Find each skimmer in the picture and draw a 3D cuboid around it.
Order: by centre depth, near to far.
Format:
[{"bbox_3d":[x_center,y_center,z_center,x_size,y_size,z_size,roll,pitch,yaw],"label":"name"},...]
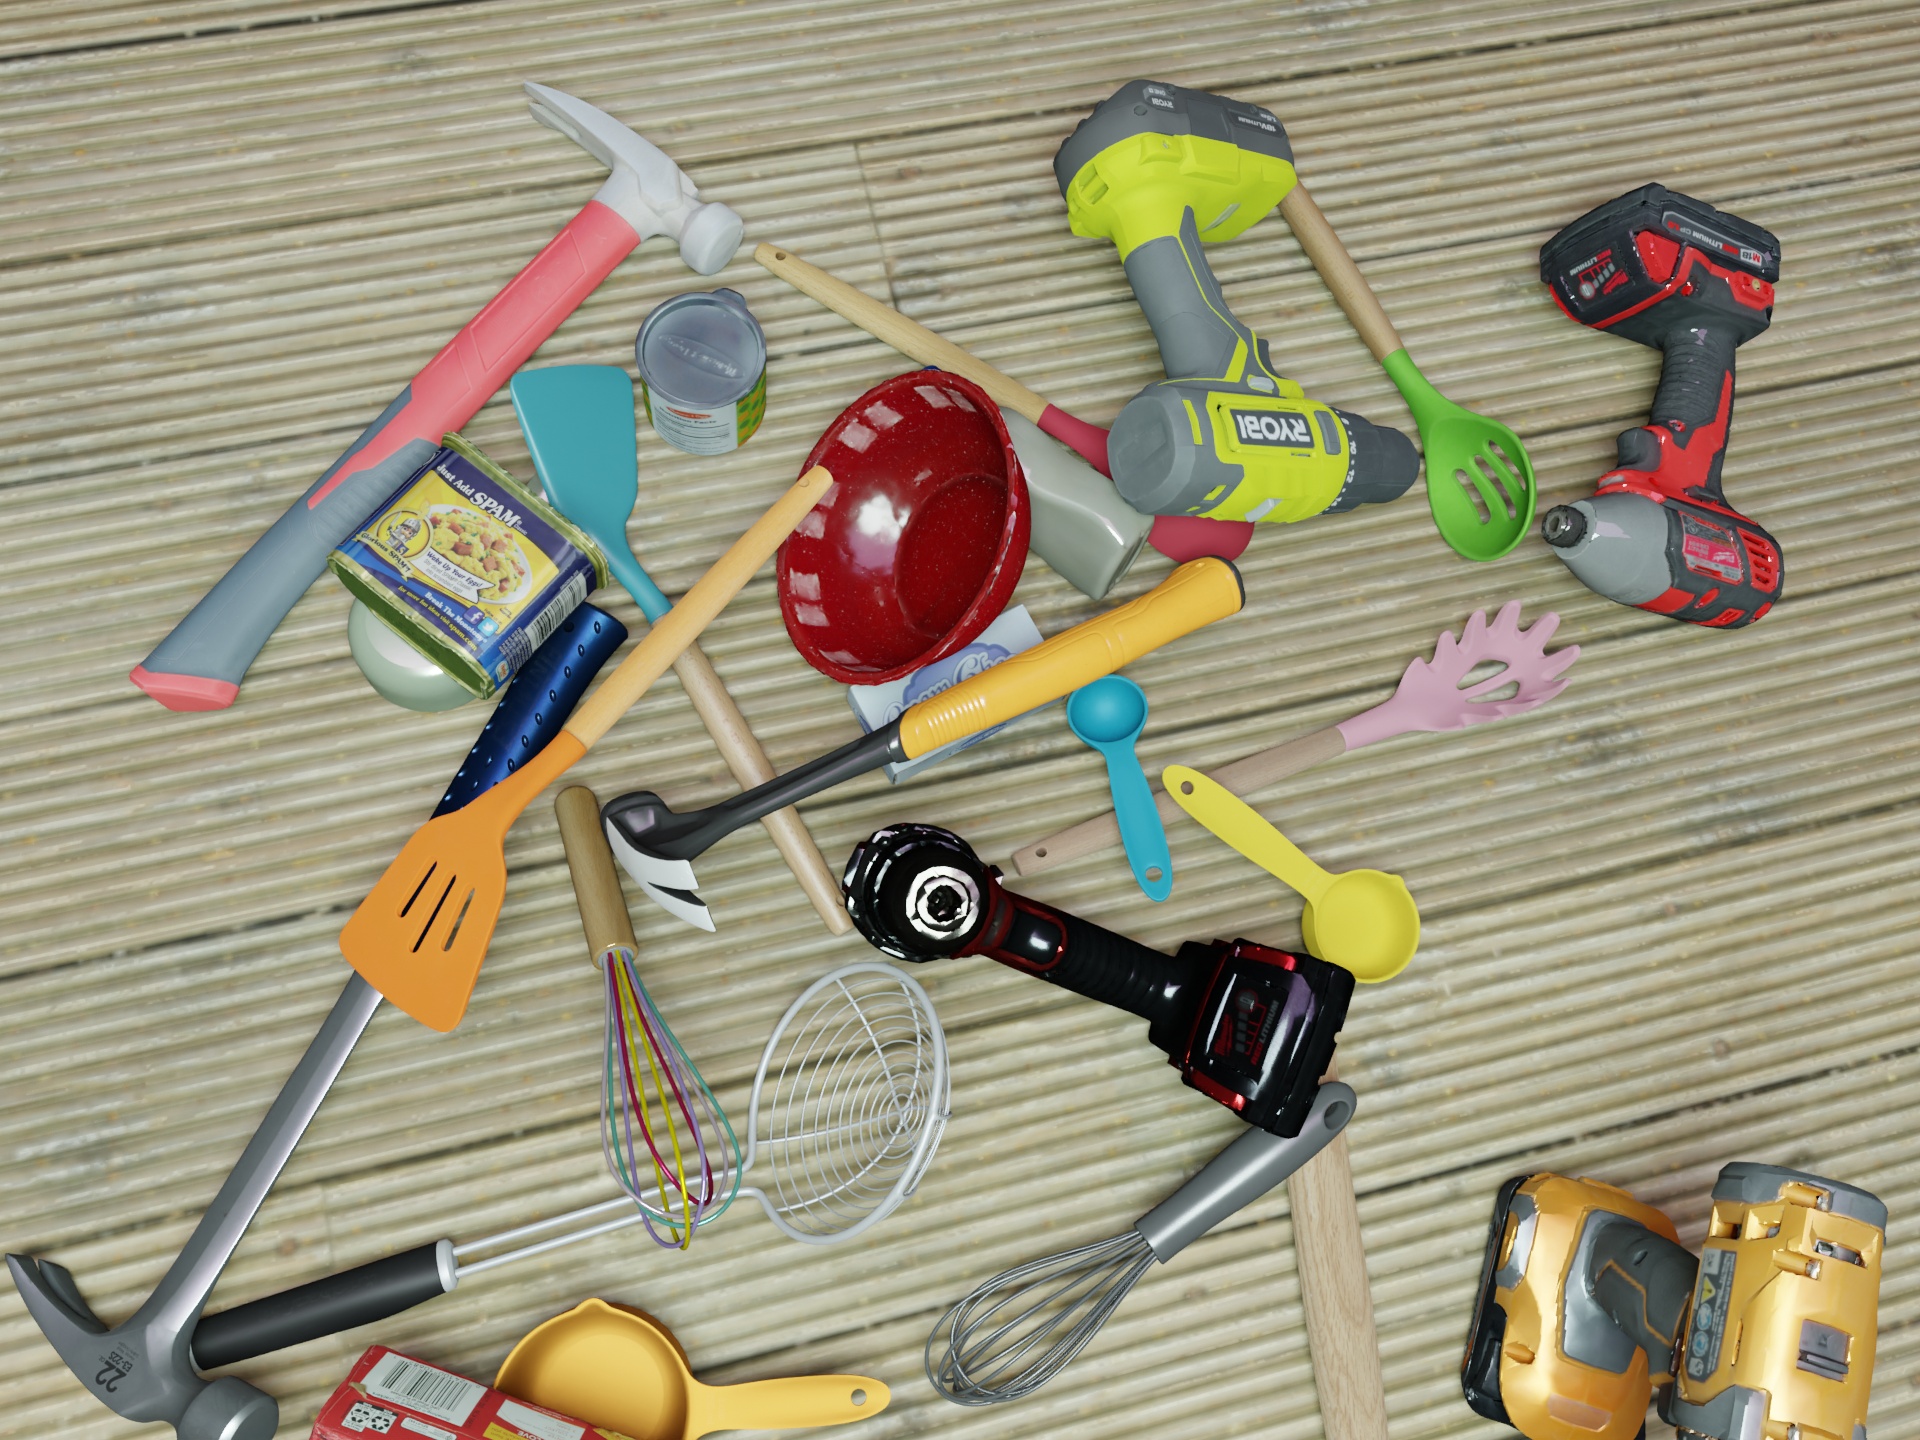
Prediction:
[{"bbox_3d":[-0.178,0.210,0.709,0.363,0.090,0.127,-16,46,-8],"label":"skimmer"}]

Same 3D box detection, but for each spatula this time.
[{"bbox_3d":[-0.162,-0.004,0.747,0.081,0.041,0.323,28,66,26],"label":"spatula"},{"bbox_3d":[-0.132,-0.035,0.800,0.082,0.044,0.317,-22,79,-55],"label":"spatula"}]

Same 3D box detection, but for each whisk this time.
[{"bbox_3d":[-0.149,0.122,0.714,0.051,0.047,0.245,-25,52,0],"label":"whisk"},{"bbox_3d":[0.087,0.239,0.740,0.239,0.055,0.055,-34,81,-7],"label":"whisk"}]

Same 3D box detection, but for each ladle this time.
[{"bbox_3d":[0.023,-0.180,0.868,0.315,0.031,0.069,31,72,4],"label":"ladle"}]

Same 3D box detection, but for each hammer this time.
[{"bbox_3d":[-0.277,0.116,0.739,0.144,0.035,0.406,19,69,19],"label":"hammer"},{"bbox_3d":[0.181,0.315,0.750,0.130,0.031,0.331,-4,75,-8],"label":"hammer"},{"bbox_3d":[-0.001,-0.002,0.754,0.337,0.127,0.034,-26,110,-19],"label":"hammer"},{"bbox_3d":[-0.289,-0.166,0.823,0.143,0.038,0.386,37,75,5],"label":"hammer"}]

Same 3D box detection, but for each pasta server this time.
[{"bbox_3d":[0.174,0.016,0.825,0.316,0.040,0.060,-20,66,-10],"label":"pasta server"}]

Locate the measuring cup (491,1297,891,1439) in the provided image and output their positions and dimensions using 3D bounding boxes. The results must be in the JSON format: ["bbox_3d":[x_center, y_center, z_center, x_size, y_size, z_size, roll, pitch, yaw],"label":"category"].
[{"bbox_3d":[-0.120,0.304,0.711,0.173,0.052,0.095,0,75,-8],"label":"measuring cup"}]

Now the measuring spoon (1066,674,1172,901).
[{"bbox_3d":[0.085,0.036,0.805,0.042,0.021,0.129,-14,62,2],"label":"measuring spoon"}]

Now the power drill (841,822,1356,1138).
[{"bbox_3d":[0.055,0.107,0.711,0.226,0.188,0.080,23,84,-5],"label":"power drill"}]

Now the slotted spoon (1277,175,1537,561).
[{"bbox_3d":[0.231,-0.226,0.892,0.031,0.070,0.314,-16,71,-35],"label":"slotted spoon"}]

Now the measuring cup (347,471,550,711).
[{"bbox_3d":[-0.242,-0.082,0.804,0.083,0.038,0.167,33,76,3],"label":"measuring cup"}]

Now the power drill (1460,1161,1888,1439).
[{"bbox_3d":[0.292,0.281,0.669,0.084,0.226,0.185,18,74,-1],"label":"power drill"}]

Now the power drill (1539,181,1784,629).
[{"bbox_3d":[0.375,-0.166,0.861,0.143,0.078,0.220,11,76,-23],"label":"power drill"}]

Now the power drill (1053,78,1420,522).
[{"bbox_3d":[0.148,-0.212,0.847,0.190,0.080,0.229,-3,73,-34],"label":"power drill"}]

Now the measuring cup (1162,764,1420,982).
[{"bbox_3d":[0.162,0.074,0.806,0.156,0.029,0.062,38,77,-1],"label":"measuring cup"}]
